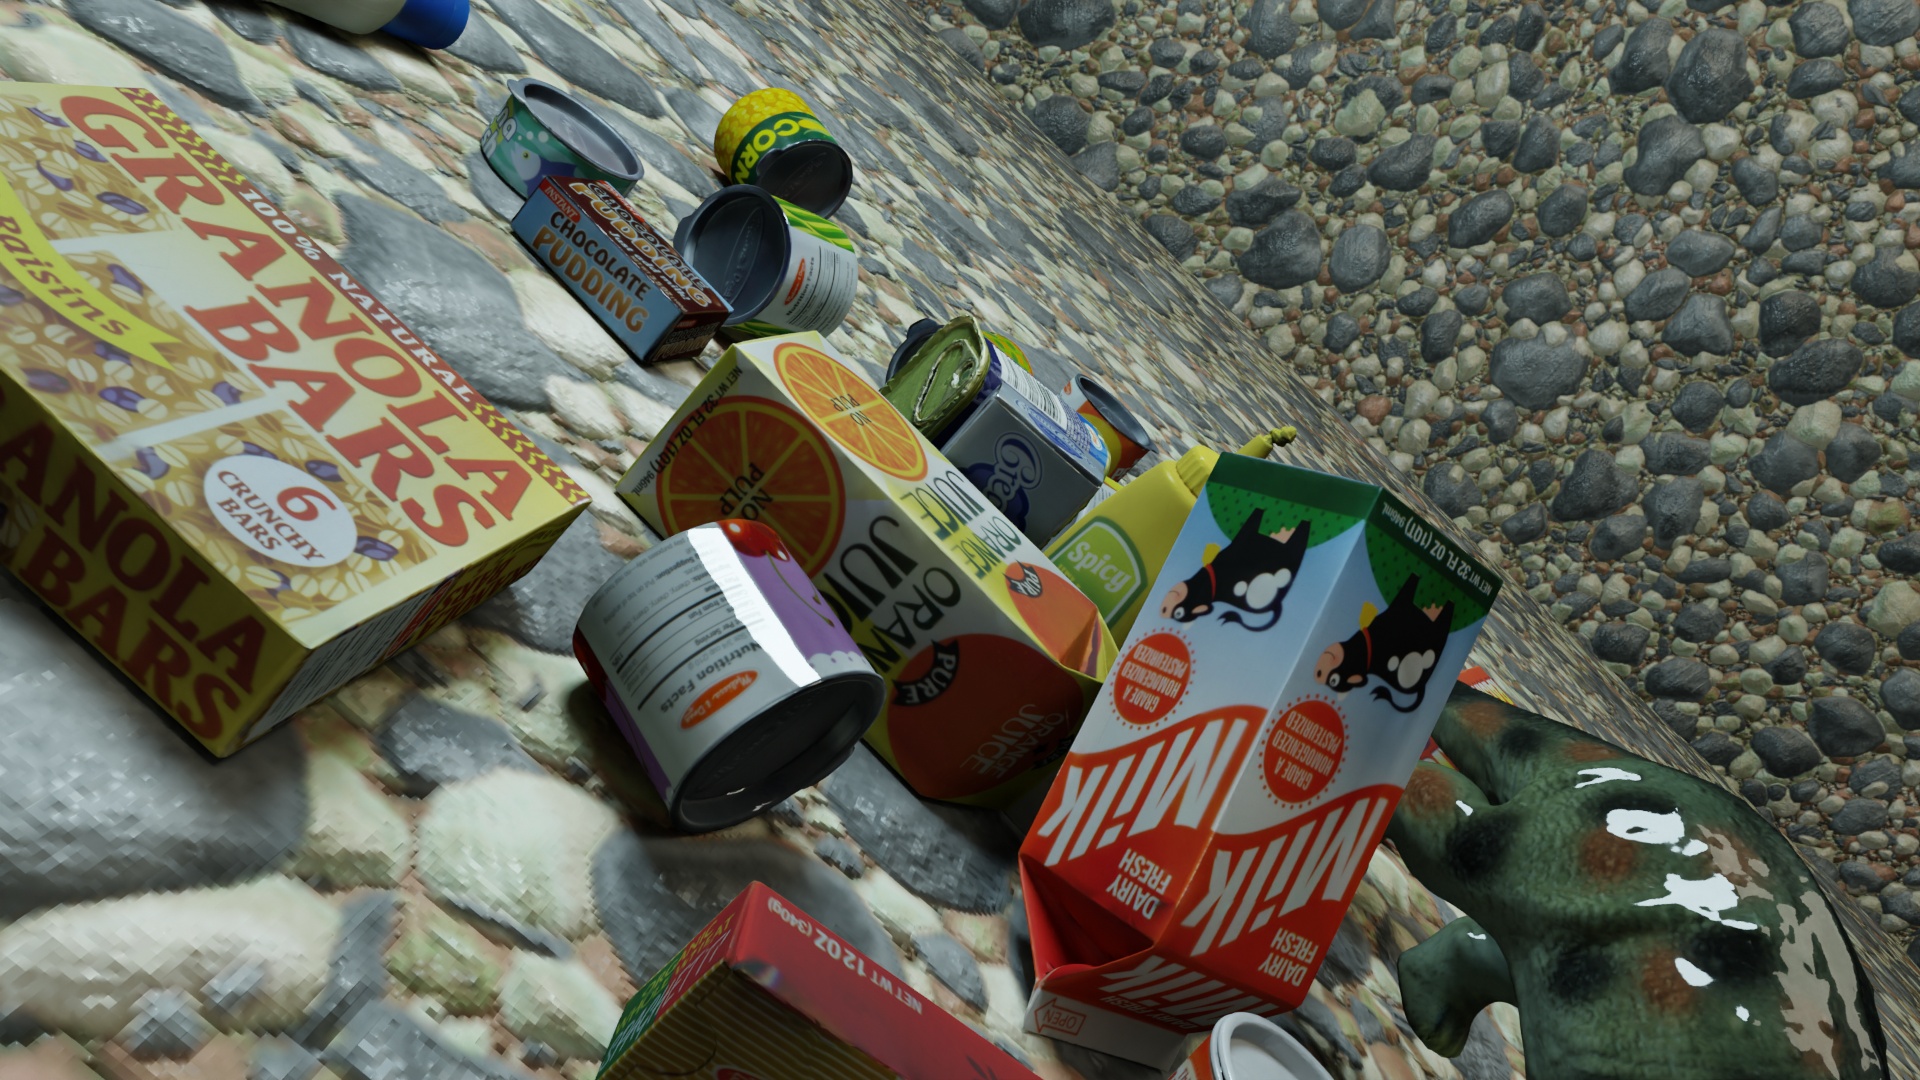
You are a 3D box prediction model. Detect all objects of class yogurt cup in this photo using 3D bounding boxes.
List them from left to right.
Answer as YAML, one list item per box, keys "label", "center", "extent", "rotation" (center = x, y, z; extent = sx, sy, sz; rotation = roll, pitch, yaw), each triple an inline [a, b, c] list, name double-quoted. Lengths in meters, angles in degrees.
- label: "yogurt cup"
  center: [0.078, 0.176, 0.388]
  extent: [0.072, 0.053, 0.073]
  rotation: [38, 20, -17]

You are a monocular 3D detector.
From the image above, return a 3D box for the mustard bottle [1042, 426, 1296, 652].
- label: "mustard bottle"
  center: [0.076, 0.008, 0.571]
  extent: [0.049, 0.159, 0.065]
  rotation: [17, 31, -51]

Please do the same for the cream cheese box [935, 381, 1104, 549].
- label: "cream cheese box"
  center: [0.002, -0.007, 0.538]
  extent: [0.053, 0.103, 0.024]
  rotation: [41, 23, -7]

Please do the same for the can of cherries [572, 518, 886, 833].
- label: "can of cherries"
  center: [-0.063, 0.037, 0.381]
  extent: [0.058, 0.071, 0.071]
  rotation: [51, 20, 23]

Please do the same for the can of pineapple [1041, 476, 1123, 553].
- label: "can of pineapple"
  center: [0.056, -0.004, 0.700]
  extent: [0.058, 0.071, 0.071]
  rotation: [28, 25, -39]

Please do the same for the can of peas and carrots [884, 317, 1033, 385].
- label: "can of peas and carrots"
  center: [0.000, -0.084, 0.745]
  extent: [0.071, 0.070, 0.059]
  rotation: [48, 19, 10]

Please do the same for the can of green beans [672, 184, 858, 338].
- label: "can of green beans"
  center: [-0.091, -0.130, 0.663]
  extent: [0.071, 0.071, 0.058]
  rotation: [52, 20, 22]

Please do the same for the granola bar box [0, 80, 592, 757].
- label: "granola bar box"
  center: [-0.186, -0.039, 0.330]
  extent: [0.165, 0.039, 0.124]
  rotation: [43, 20, -2]

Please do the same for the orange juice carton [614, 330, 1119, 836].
- label: "orange juice carton"
  center: [-0.020, 0.018, 0.492]
  extent: [0.193, 0.071, 0.073]
  rotation: [45, 20, 3]

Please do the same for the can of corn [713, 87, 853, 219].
- label: "can of corn"
  center: [-0.108, -0.228, 0.828]
  extent: [0.071, 0.071, 0.058]
  rotation: [17, 32, -53]

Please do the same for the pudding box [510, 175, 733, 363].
- label: "pudding box"
  center: [-0.141, -0.114, 0.585]
  extent: [0.084, 0.030, 0.050]
  rotation: [46, 18, 4]

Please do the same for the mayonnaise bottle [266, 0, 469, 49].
- label: "mayonnaise bottle"
  center: [-0.272, -0.244, 0.579]
  extent: [0.065, 0.041, 0.148]
  rotation: [51, 19, 15]

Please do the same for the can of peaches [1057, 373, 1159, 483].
- label: "can of peaches"
  center: [0.078, -0.059, 0.865]
  extent: [0.071, 0.058, 0.071]
  rotation: [39, 19, -16]

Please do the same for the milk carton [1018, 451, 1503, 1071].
- label: "milk carton"
  center: [0.086, 0.075, 0.441]
  extent: [0.072, 0.190, 0.073]
  rotation: [30, -5, -33]

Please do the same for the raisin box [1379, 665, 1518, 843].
- label: "raisin box"
  center: [0.209, 0.115, 0.669]
  extent: [0.040, 0.123, 0.086]
  rotation: [51, 20, 21]

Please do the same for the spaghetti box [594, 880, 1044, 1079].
- label: "spaghetti box"
  center: [0.032, 0.168, 0.322]
  extent: [0.250, 0.050, 0.029]
  rotation: [39, 21, -15]

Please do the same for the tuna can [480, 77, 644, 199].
- label: "tuna can"
  center: [-0.181, -0.175, 0.627]
  extent: [0.071, 0.032, 0.071]
  rotation: [38, 20, -16]
